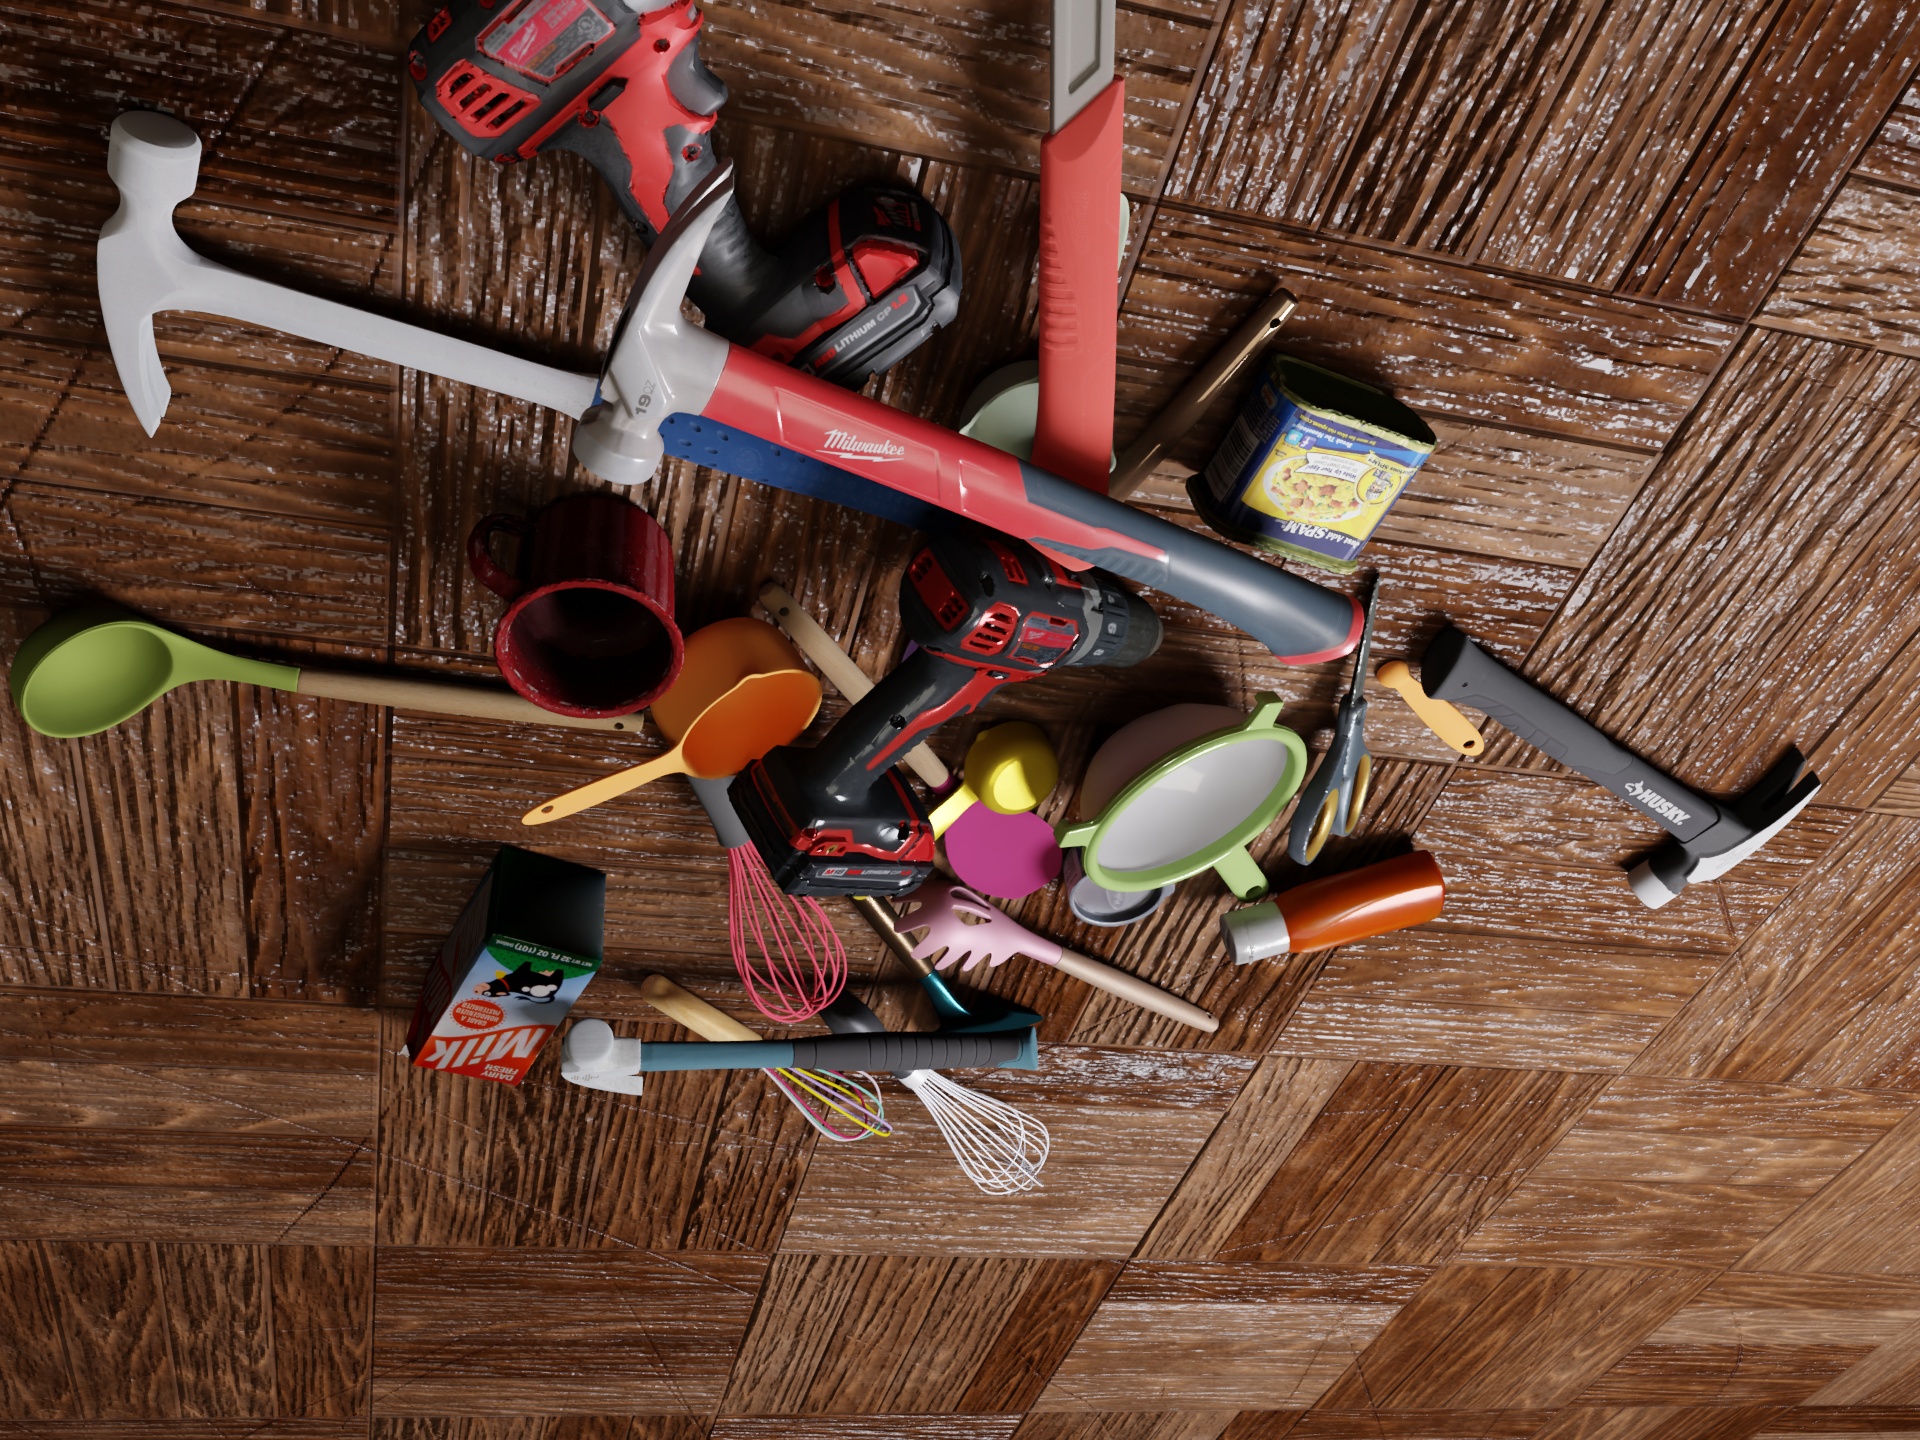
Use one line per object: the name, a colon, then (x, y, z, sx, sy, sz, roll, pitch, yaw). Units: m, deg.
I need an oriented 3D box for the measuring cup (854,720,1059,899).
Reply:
measuring cup: (-0.004, 0.064, 0.974, 0.156, 0.029, 0.062, -42, 129, 3)

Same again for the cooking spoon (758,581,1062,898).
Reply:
cooking spoon: (-0.026, 0.020, 0.969, 0.069, 0.017, 0.318, -32, 131, 10)

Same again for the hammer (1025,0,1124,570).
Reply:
hammer: (0.062, -0.229, 0.695, 0.149, 0.037, 0.358, -5, 126, -4)

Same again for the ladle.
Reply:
ladle: (-0.333, -0.010, 0.865, 0.320, 0.062, 0.078, 7, 135, -20)

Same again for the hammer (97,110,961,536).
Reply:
hammer: (-0.189, -0.153, 0.761, 0.405, 0.035, 0.144, 13, 130, -21)

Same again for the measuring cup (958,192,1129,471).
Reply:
measuring cup: (0.048, -0.180, 0.777, 0.083, 0.038, 0.167, 8, 123, -15)

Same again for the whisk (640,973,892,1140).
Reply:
whisk: (-0.139, 0.248, 1.162, 0.051, 0.047, 0.244, -34, 125, 24)

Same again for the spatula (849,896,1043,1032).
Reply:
spatula: (-0.039, 0.148, 1.091, 0.082, 0.044, 0.317, -22, 129, 14)

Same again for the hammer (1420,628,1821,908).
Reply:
hammer: (0.418, 0.021, 1.031, 0.334, 0.035, 0.146, 27, 125, -30)

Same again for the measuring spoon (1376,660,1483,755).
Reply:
measuring spoon: (0.299, -0.004, 1.002, 0.021, 0.011, 0.116, -37, 129, 25)

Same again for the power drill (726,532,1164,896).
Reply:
power drill: (-0.001, -0.003, 0.878, 0.187, 0.080, 0.226, 7, 131, -50)

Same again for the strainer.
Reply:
strainer: (0.148, 0.053, 1.010, 0.151, 0.069, 0.256, -34, 149, 6)

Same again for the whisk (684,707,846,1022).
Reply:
whisk: (-0.133, 0.085, 0.992, 0.073, 0.073, 0.295, -13, 128, 4)

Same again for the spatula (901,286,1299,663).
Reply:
spatula: (0.067, -0.111, 0.856, 0.059, 0.018, 0.316, 24, 127, -30)

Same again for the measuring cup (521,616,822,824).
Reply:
measuring cup: (-0.162, 0.001, 0.855, 0.173, 0.052, 0.095, -24, 153, -19)

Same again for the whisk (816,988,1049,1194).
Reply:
whisk: (-0.018, 0.279, 1.202, 0.070, 0.070, 0.284, -29, 127, 18)

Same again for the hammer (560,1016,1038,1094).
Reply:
hammer: (-0.101, 0.225, 1.078, 0.331, 0.033, 0.128, 2, 159, -16)

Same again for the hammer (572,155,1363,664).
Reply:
hammer: (0.034, -0.113, 0.720, 0.386, 0.038, 0.143, 18, 126, -23)

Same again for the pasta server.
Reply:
pasta server: (0.078, 0.176, 1.122, 0.040, 0.060, 0.316, -34, 136, 30)

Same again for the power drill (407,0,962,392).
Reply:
power drill: (-0.102, -0.239, 0.667, 0.143, 0.079, 0.219, -33, 127, 21)
